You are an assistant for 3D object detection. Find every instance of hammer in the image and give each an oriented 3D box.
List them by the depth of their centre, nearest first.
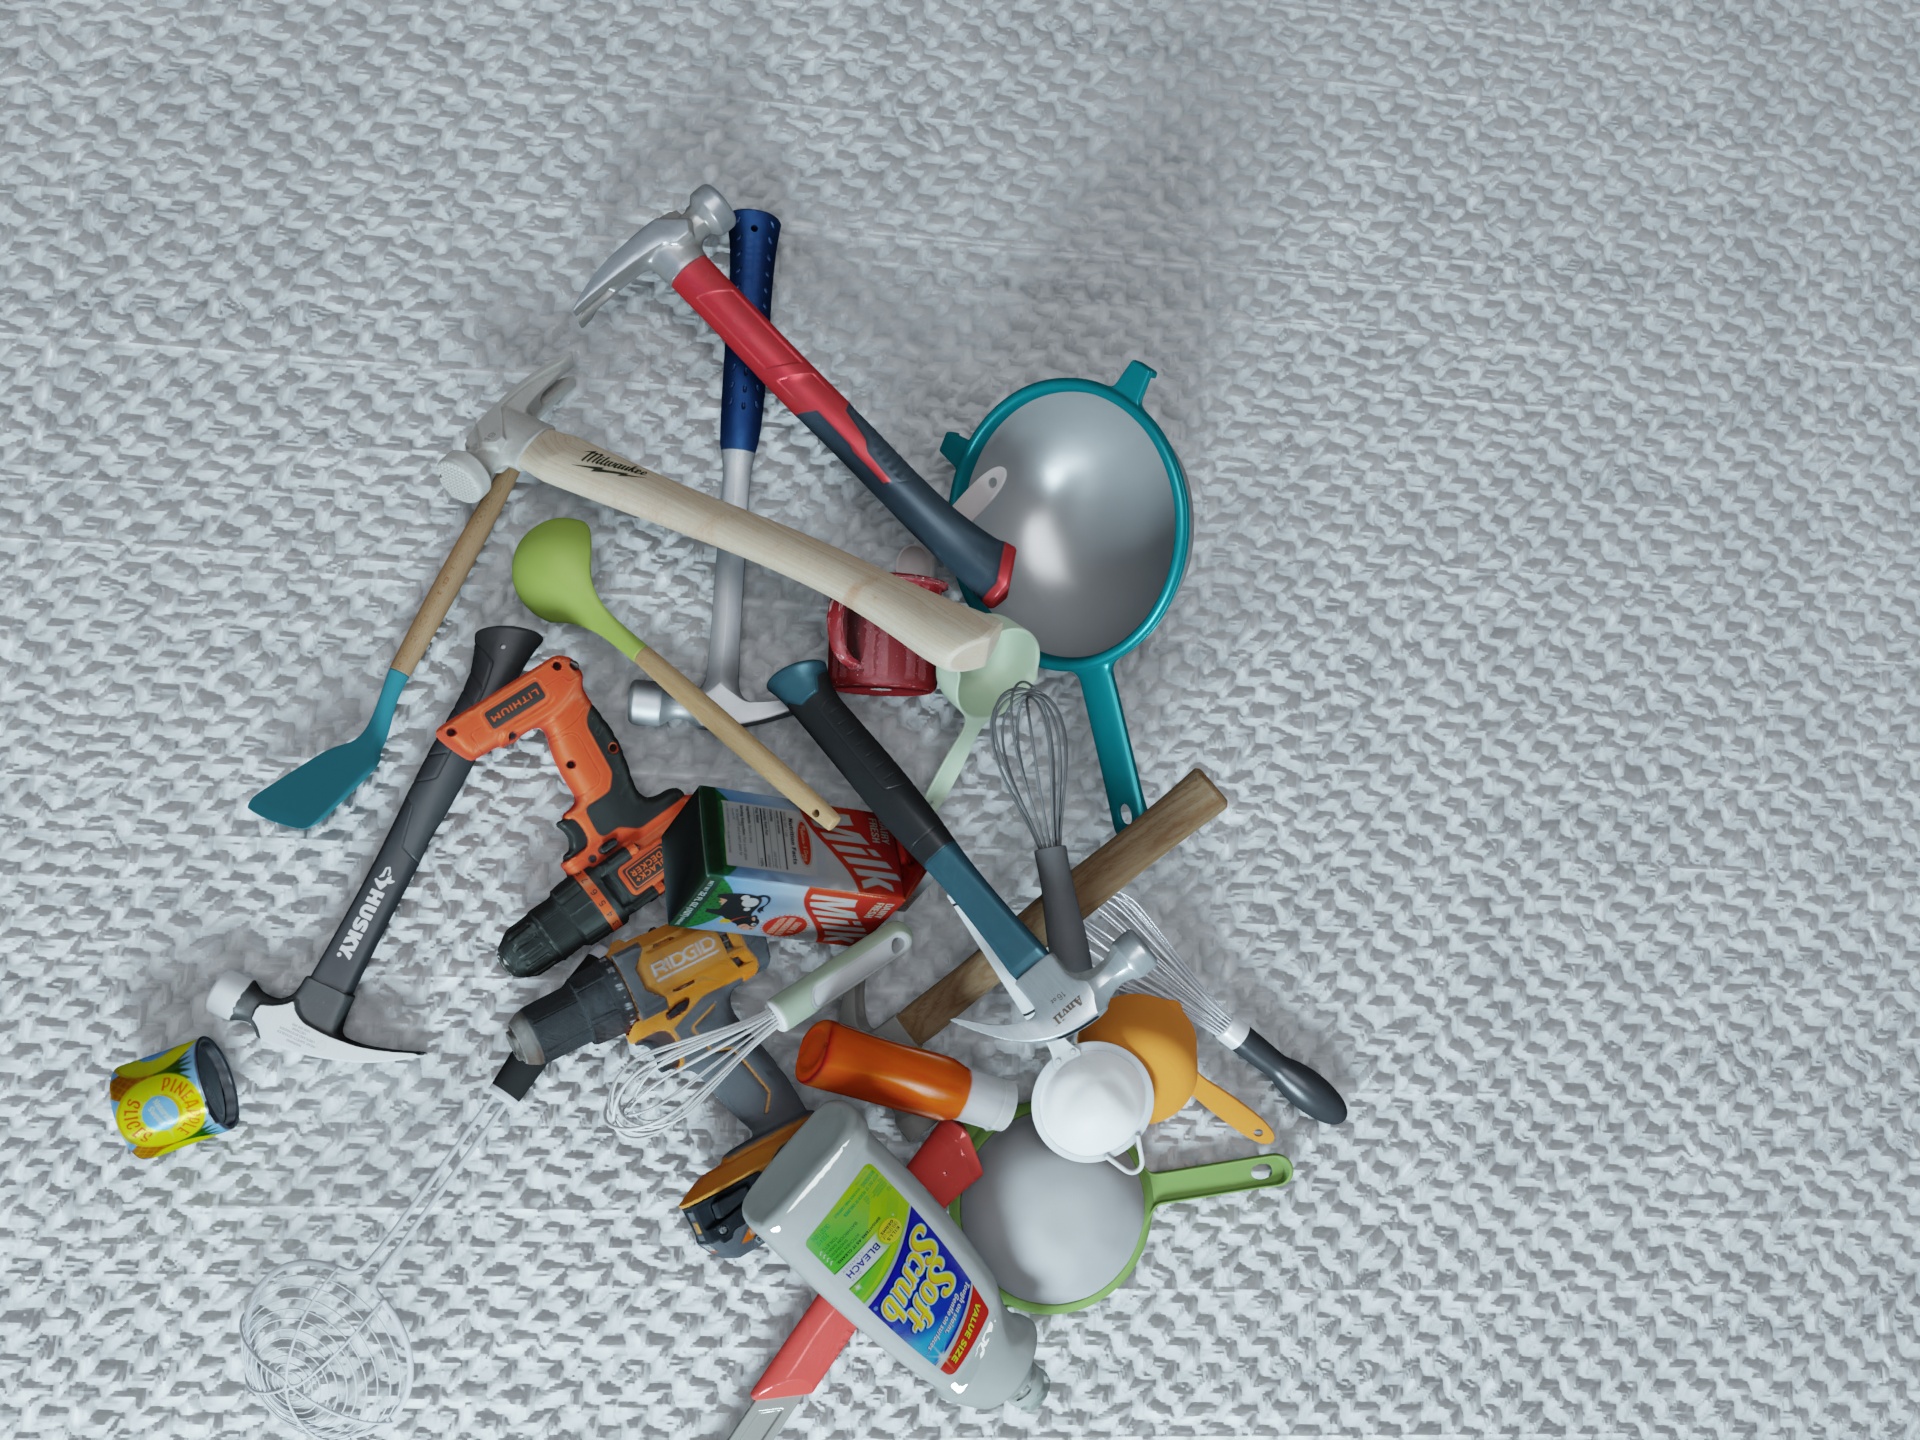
[{"bbox_3d":[-0.021,0.080,1.080,0.128,0.033,0.331,-41,70,1],"label":"hammer"},{"bbox_3d":[-0.109,0.424,1.091,0.149,0.036,0.359,35,83,-1],"label":"hammer"},{"bbox_3d":[-0.157,-0.141,1.124,0.411,0.038,0.146,24,53,12],"label":"hammer"},{"bbox_3d":[0.049,0.148,1.128,0.331,0.031,0.130,-40,81,7],"label":"hammer"},{"bbox_3d":[-0.384,0.082,1.129,0.146,0.035,0.335,25,77,-2],"label":"hammer"},{"bbox_3d":[-0.112,-0.218,1.173,0.143,0.038,0.386,-43,84,-8],"label":"hammer"},{"bbox_3d":[-0.163,-0.192,1.207,0.144,0.035,0.406,4,80,-7],"label":"hammer"}]

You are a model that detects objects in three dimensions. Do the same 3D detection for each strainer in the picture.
[{"bbox_3d":[0.056,0.208,1.092,0.087,0.050,0.258,-33,90,-4],"label":"strainer"},{"bbox_3d":[0.121,0.342,1.136,0.256,0.069,0.151,-7,81,-8],"label":"strainer"},{"bbox_3d":[0.113,-0.083,1.180,0.095,0.211,0.340,-12,89,-50],"label":"strainer"}]

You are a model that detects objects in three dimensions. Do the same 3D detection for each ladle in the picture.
[{"bbox_3d":[-0.200,-0.032,1.125,0.320,0.062,0.078,40,112,13],"label":"ladle"}]

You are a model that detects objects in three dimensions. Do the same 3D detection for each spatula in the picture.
[{"bbox_3d":[-0.399,-0.062,1.145,0.082,0.044,0.317,12,71,37],"label":"spatula"}]

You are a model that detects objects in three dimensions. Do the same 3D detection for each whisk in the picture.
[{"bbox_3d":[-0.129,0.202,1.062,0.246,0.059,0.057,-30,118,-28],"label":"whisk"},{"bbox_3d":[0.061,0.089,1.091,0.055,0.055,0.239,-9,81,-9],"label":"whisk"},{"bbox_3d":[0.177,0.210,1.177,0.284,0.070,0.070,38,77,-6],"label":"whisk"}]

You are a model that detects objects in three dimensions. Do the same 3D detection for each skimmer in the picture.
[{"bbox_3d":[-0.350,0.315,1.096,0.127,0.090,0.363,31,67,7],"label":"skimmer"}]

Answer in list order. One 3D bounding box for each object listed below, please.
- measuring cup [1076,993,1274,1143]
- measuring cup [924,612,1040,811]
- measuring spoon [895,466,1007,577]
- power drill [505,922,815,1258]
[{"bbox_3d":[0.160,0.271,1.147,0.173,0.052,0.095,36,113,-9],"label":"measuring cup"},{"bbox_3d":[-0.002,-0.004,1.168,0.038,0.083,0.167,43,115,38],"label":"measuring cup"},{"bbox_3d":[-0.003,-0.146,1.198,0.124,0.018,0.034,-45,70,27],"label":"measuring spoon"},{"bbox_3d":[-0.187,0.253,1.091,0.185,0.084,0.226,-24,82,-25],"label":"power drill"}]
